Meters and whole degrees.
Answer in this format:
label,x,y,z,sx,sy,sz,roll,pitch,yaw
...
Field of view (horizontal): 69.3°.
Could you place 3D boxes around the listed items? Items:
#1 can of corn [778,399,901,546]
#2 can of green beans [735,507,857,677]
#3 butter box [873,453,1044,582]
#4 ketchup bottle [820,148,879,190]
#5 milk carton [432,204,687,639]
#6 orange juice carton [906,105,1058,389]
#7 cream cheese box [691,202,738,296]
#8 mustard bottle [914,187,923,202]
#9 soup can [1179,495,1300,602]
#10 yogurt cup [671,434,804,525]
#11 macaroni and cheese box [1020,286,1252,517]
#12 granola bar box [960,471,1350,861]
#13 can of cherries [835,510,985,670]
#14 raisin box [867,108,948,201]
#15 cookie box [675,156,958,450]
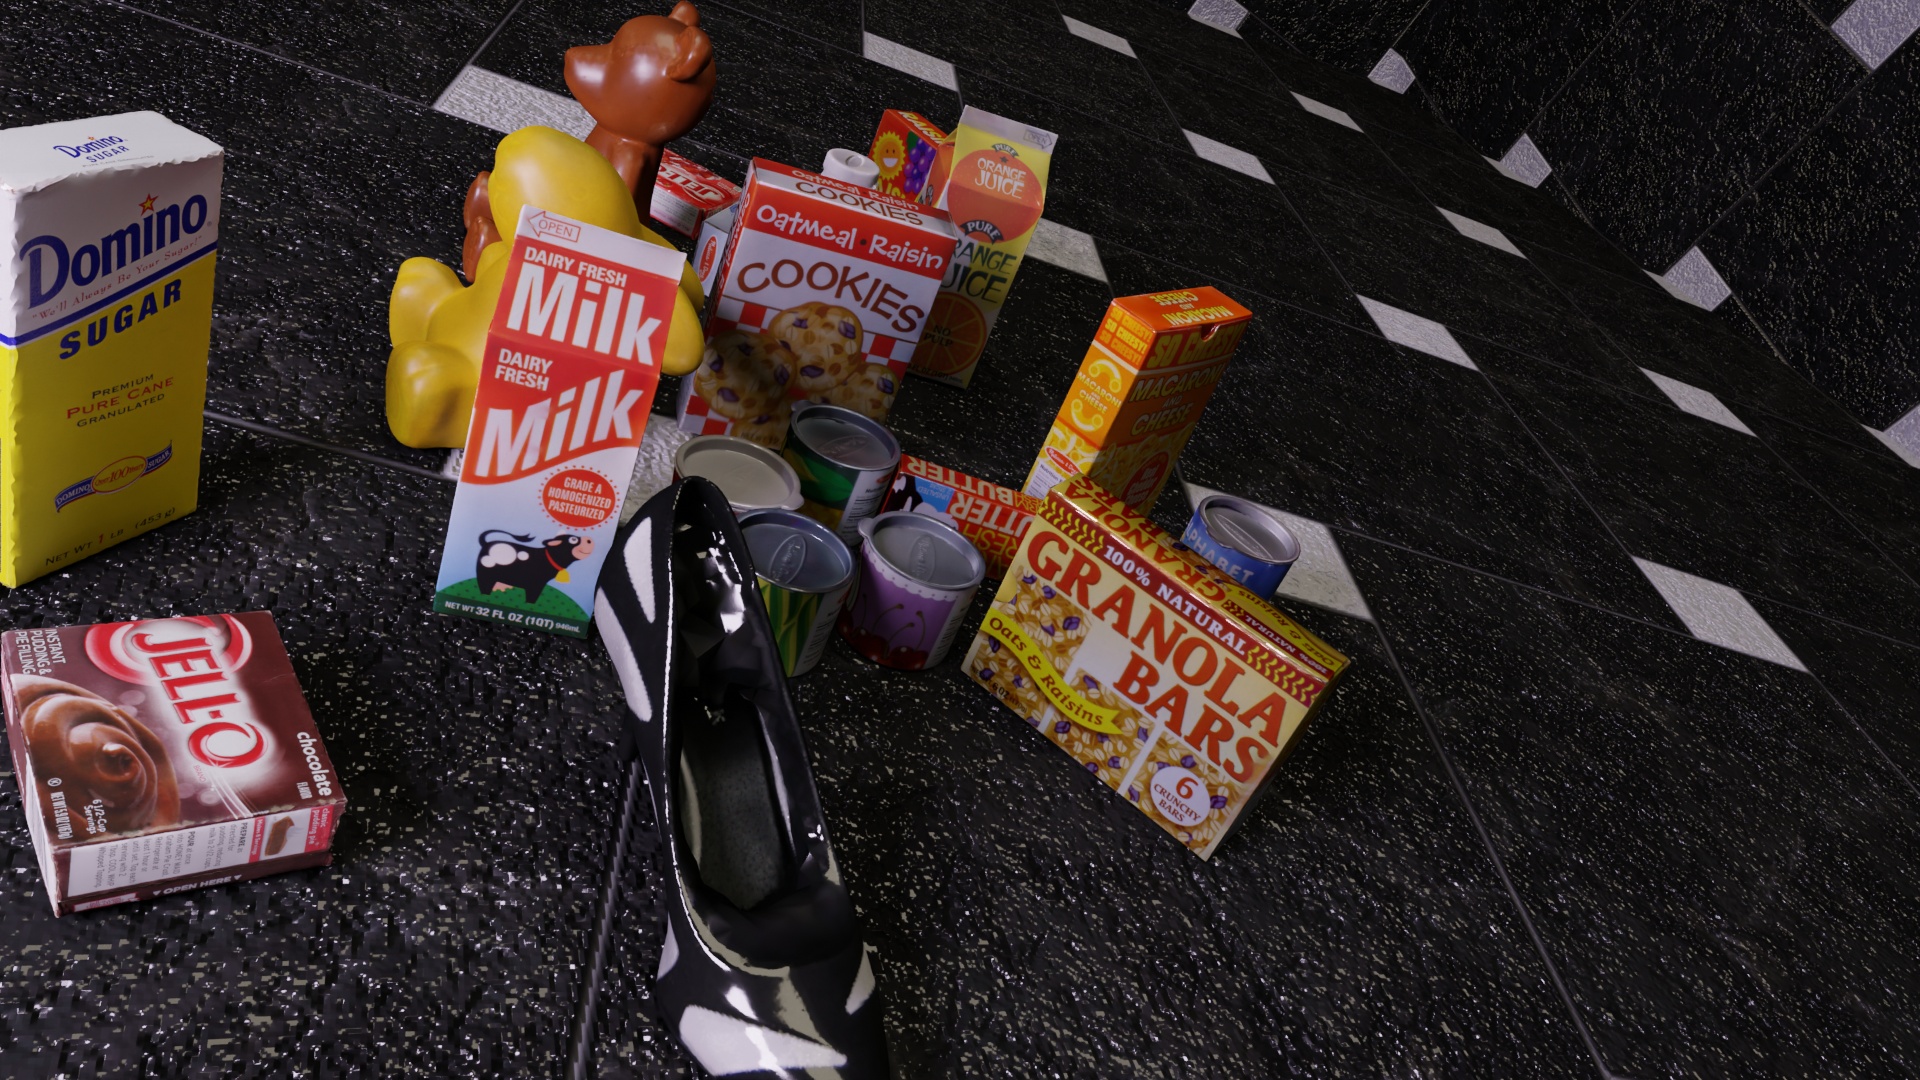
label,x,y,z,sx,sy,sz,roll,pitch,yaw
can of corn,-0.077,-0.039,0.804,0.071,0.058,0.071,18,31,-11
can of green beans,-0.092,0.026,0.693,0.071,0.057,0.071,18,31,-11
butter box,0.003,-0.010,0.822,0.103,0.052,0.024,17,31,-12
ketchup bottle,-0.094,-0.187,0.934,0.043,0.148,0.065,23,30,-4
milk carton,-0.181,-0.055,0.625,0.072,0.189,0.074,14,32,-18
orange juice carton,0.001,-0.213,0.999,0.072,0.191,0.073,14,32,-17
cream cheese box,-0.166,-0.220,1.028,0.024,0.053,0.104,27,30,3
mustard bottle,-0.010,-0.246,1.073,0.065,0.159,0.049,-11,45,-45
soup can,0.155,0.025,0.845,0.071,0.083,0.072,18,31,-11
yogurt cup,-0.125,-0.016,0.739,0.072,0.053,0.073,18,31,-11
macaroni and cheese box,0.110,-0.078,0.891,0.040,0.165,0.124,40,33,24
granola bar box,0.092,0.063,0.702,0.166,0.123,0.039,37,32,20
can of cherries,-0.030,0.026,0.738,0.071,0.058,0.072,18,31,-11
raisin box,-0.044,-0.275,1.130,0.040,0.122,0.086,-8,43,-43
cookie box,-0.089,-0.132,0.834,0.123,0.166,0.040,11,33,-22
